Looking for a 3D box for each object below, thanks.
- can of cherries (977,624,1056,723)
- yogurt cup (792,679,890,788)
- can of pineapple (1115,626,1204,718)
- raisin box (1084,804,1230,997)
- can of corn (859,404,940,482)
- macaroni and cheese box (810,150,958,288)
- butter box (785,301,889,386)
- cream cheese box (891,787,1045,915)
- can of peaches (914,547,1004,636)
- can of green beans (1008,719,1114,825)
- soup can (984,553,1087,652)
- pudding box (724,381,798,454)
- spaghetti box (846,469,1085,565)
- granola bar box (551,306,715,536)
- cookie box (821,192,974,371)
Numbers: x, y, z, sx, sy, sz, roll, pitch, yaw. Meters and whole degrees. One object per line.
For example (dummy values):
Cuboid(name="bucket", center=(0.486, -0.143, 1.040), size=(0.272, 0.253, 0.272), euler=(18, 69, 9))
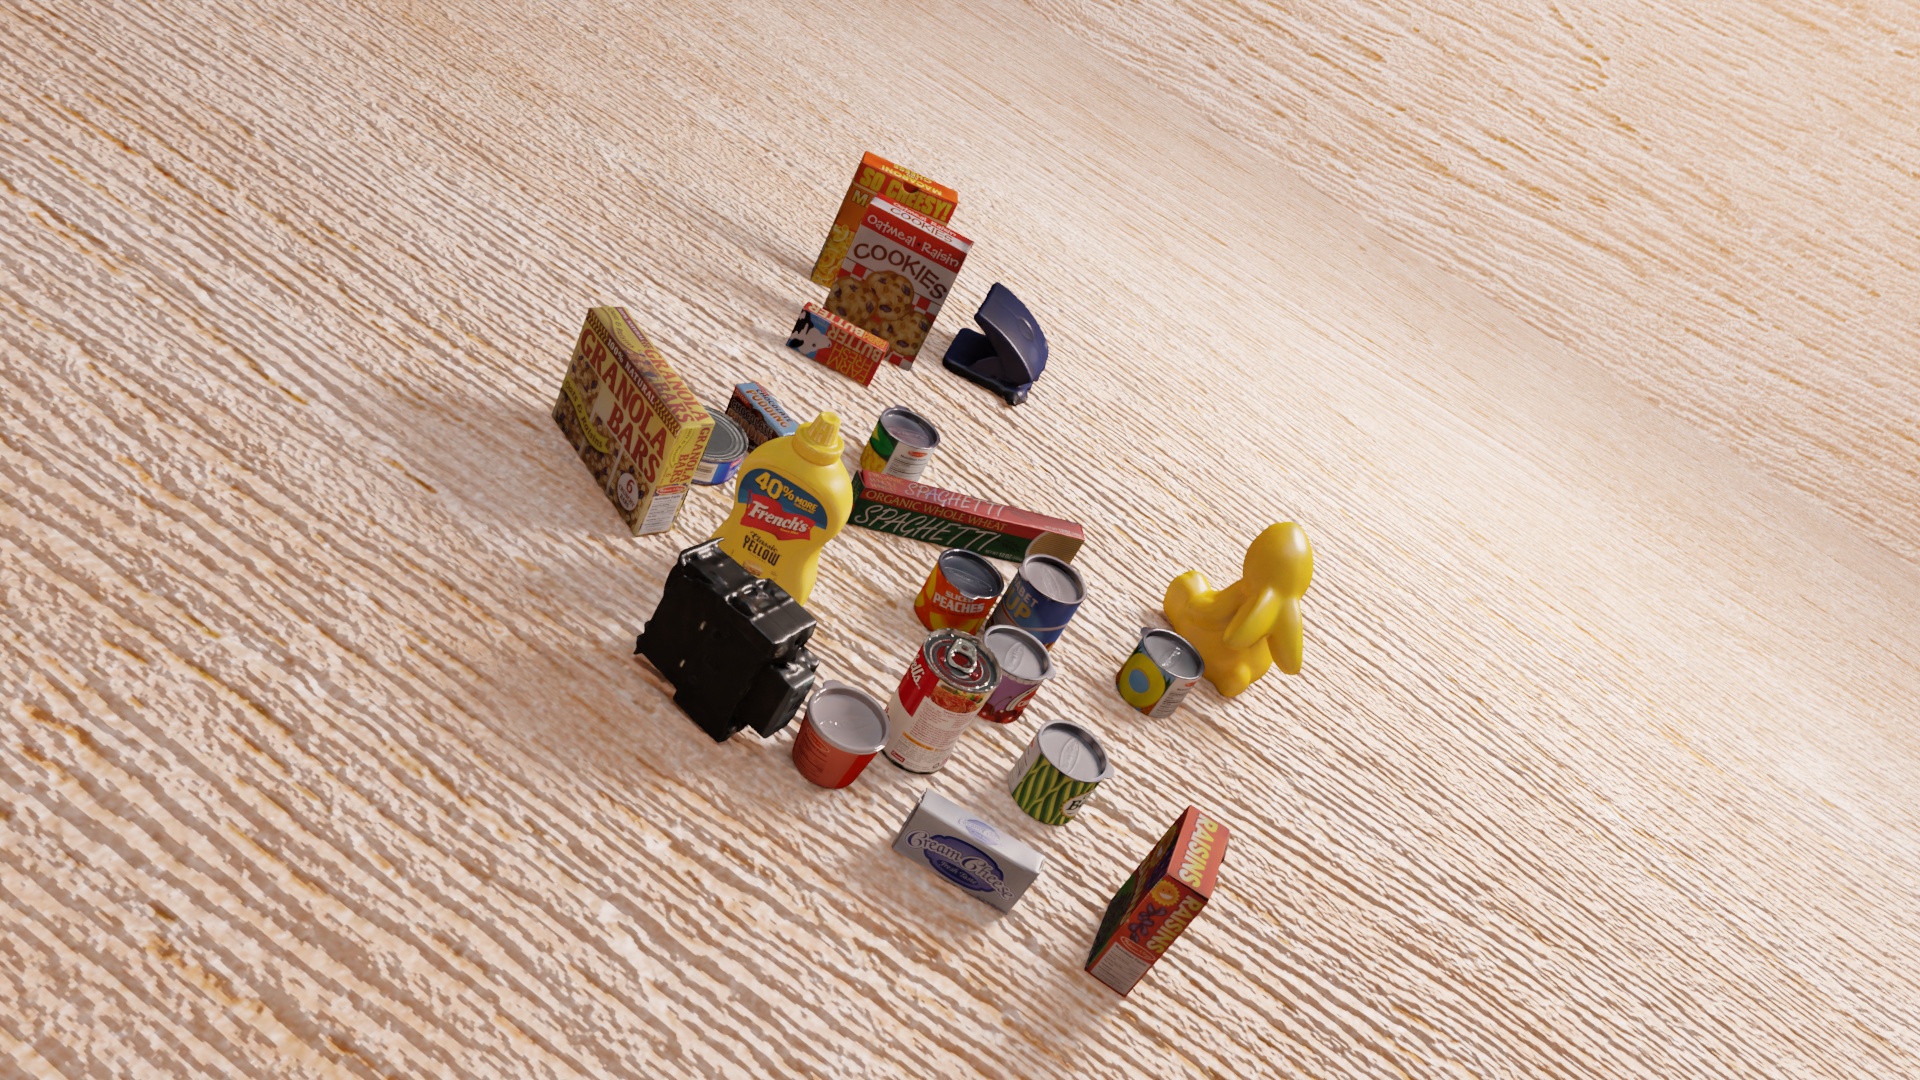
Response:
Cuboid(name="can of cherries", center=(0.039, 0.118, 1.209), size=(0.071, 0.058, 0.072), euler=(21, 33, -14))
Cuboid(name="yogurt cup", center=(-0.094, 0.152, 1.061), size=(0.072, 0.053, 0.073), euler=(21, 33, -14))
Cuboid(name="can of pineapple", center=(0.187, 0.125, 1.316), size=(0.071, 0.057, 0.071), euler=(21, 33, -14))
Cuboid(name="raisin box", center=(0.147, 0.267, 1.028), size=(0.040, 0.122, 0.086), euler=(33, 32, 5))
Cuboid(name="can of corn", center=(-0.063, -0.095, 1.421), size=(0.071, 0.058, 0.071), euler=(21, 33, -14))
Cuboid(name="macaroni and cheese box", center=(-0.092, -0.364, 1.668), size=(0.124, 0.165, 0.040), euler=(21, 33, -14))
Cuboid(name="butter box", center=(-0.135, -0.217, 1.536), size=(0.103, 0.053, 0.024), euler=(27, 32, -5))
Cuboid(name="cream cheese box", center=(0.005, 0.231, 1.031), size=(0.104, 0.053, 0.024), euler=(30, 32, 1))
Cuboid(name="can of peaches", center=(-0.002, 0.051, 1.268), size=(0.071, 0.057, 0.071), euler=(21, 33, -14))
Cuboid(name="can of green beans", center=(0.080, 0.191, 1.141), size=(0.071, 0.057, 0.071), euler=(21, 33, -14))
Cuboid(name="soup can", center=(0.066, 0.064, 1.281), size=(0.071, 0.083, 0.072), euler=(21, 33, -14))
Cuboid(name="pudding box", center=(-0.192, -0.110, 1.349), size=(0.030, 0.049, 0.084), euler=(-13, 51, -47))
Cuboid(name="spaghetti box", center=(0.005, -0.017, 1.375), size=(0.250, 0.050, 0.029), euler=(13, 36, -24))
Cuboid(name="granola bar box", center=(-0.284, -0.104, 1.199), size=(0.039, 0.123, 0.166), euler=(-9, 49, -45))
Cuboid(name="cookie box", center=(-0.076, -0.293, 1.581), size=(0.123, 0.166, 0.040), euler=(26, 32, -6))
